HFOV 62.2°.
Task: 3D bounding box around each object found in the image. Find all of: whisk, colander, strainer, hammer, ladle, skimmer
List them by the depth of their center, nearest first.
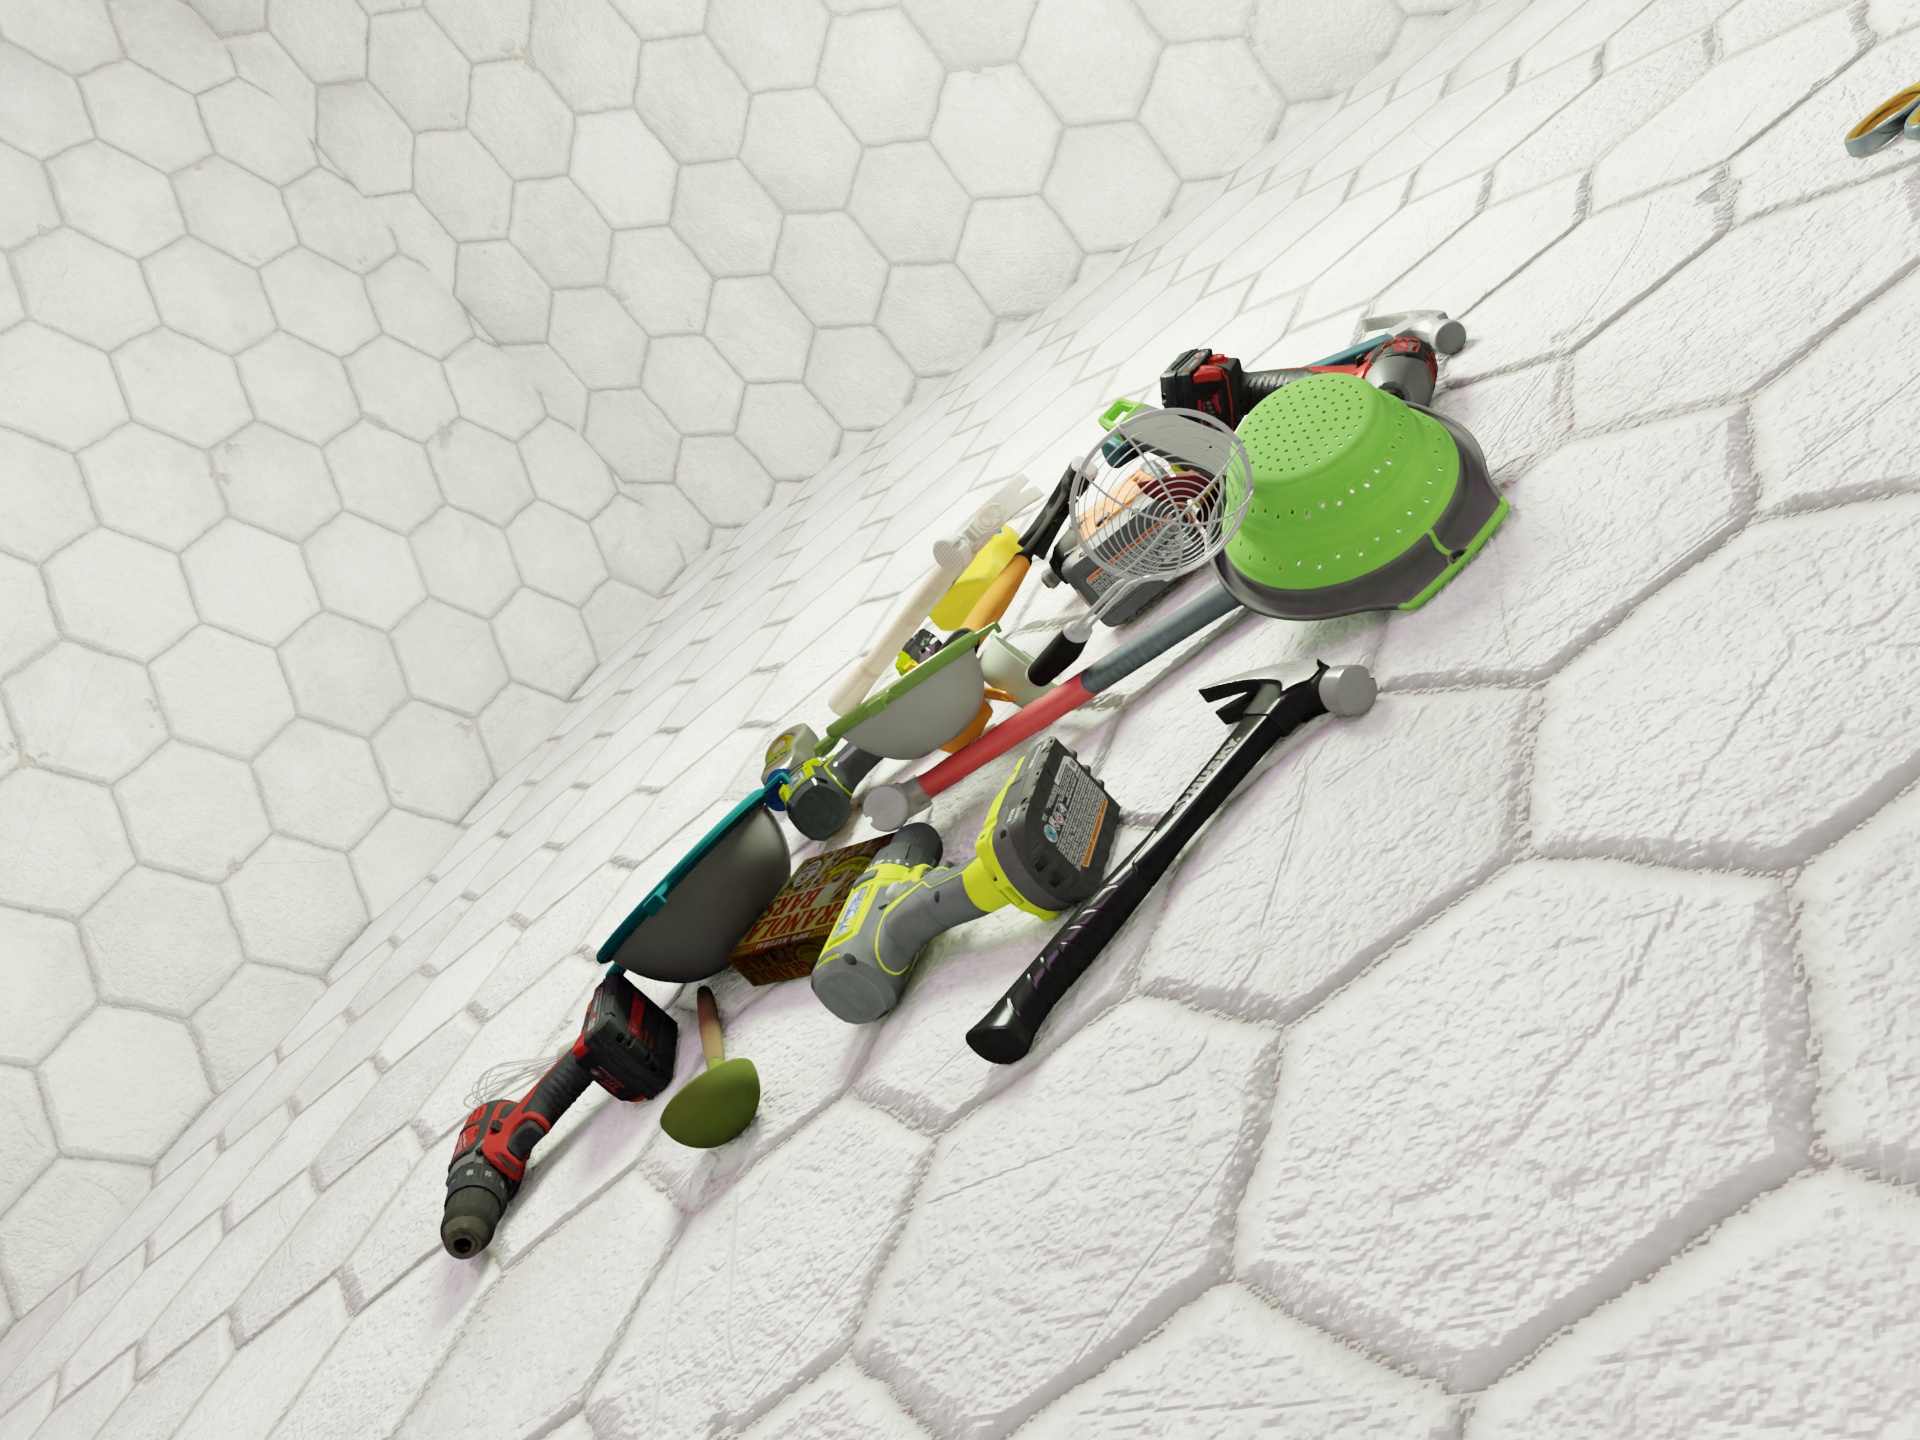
[{"bbox_3d":[0.120,0.085,1.014,0.335,0.035,0.146,-47,18,-17],"label":"hammer"},{"bbox_3d":[0.214,-0.208,1.185,0.204,0.094,0.397,-46,40,-7],"label":"colander"},{"bbox_3d":[0.107,-0.114,1.201,0.363,0.127,0.090,130,142,-69],"label":"skimmer"},{"bbox_3d":[-0.203,0.256,1.263,0.078,0.062,0.320,-40,14,-4],"label":"ladle"},{"bbox_3d":[0.098,-0.025,1.306,0.386,0.038,0.143,-32,-3,13],"label":"hammer"},{"bbox_3d":[-0.058,0.009,1.372,0.151,0.069,0.256,-35,1,-33],"label":"strainer"},{"bbox_3d":[0.257,-0.252,1.443,0.069,0.031,0.315,1,25,40],"label":"ladle"},{"bbox_3d":[0.288,-0.305,1.466,0.331,0.033,0.128,-20,20,7],"label":"hammer"},{"bbox_3d":[-0.248,0.198,1.474,0.211,0.095,0.340,-47,-1,-41],"label":"strainer"},{"bbox_3d":[-0.378,0.323,1.504,0.246,0.059,0.058,-29,57,24],"label":"whisk"},{"bbox_3d":[0.047,-0.137,1.532,0.127,0.034,0.337,-56,1,40],"label":"hammer"},{"bbox_3d":[-0.046,-0.114,1.685,0.146,0.038,0.410,-44,-2,-36],"label":"hammer"}]

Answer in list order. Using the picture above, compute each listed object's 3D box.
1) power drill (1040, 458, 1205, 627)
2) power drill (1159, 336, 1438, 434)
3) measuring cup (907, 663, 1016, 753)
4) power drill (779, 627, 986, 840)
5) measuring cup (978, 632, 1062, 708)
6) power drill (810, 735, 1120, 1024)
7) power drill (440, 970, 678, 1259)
[{"bbox_3d":[0.146,-0.163,1.505,0.164,0.084,0.227,-39,13,12],"label":"power drill"},{"bbox_3d":[0.287,-0.275,1.343,0.220,0.078,0.143,-2,24,21],"label":"power drill"},{"bbox_3d":[-0.002,-0.005,1.415,0.052,0.095,0.174,-61,22,-10],"label":"measuring cup"},{"bbox_3d":[-0.087,0.014,1.576,0.223,0.080,0.171,-44,12,-1],"label":"power drill"},{"bbox_3d":[0.053,-0.042,1.450,0.038,0.083,0.167,-54,-1,7],"label":"measuring cup"},{"bbox_3d":[0.002,0.106,1.152,0.228,0.080,0.191,-33,19,33],"label":"power drill"},{"bbox_3d":[-0.349,0.338,1.346,0.226,0.080,0.188,-42,16,6],"label":"power drill"}]
